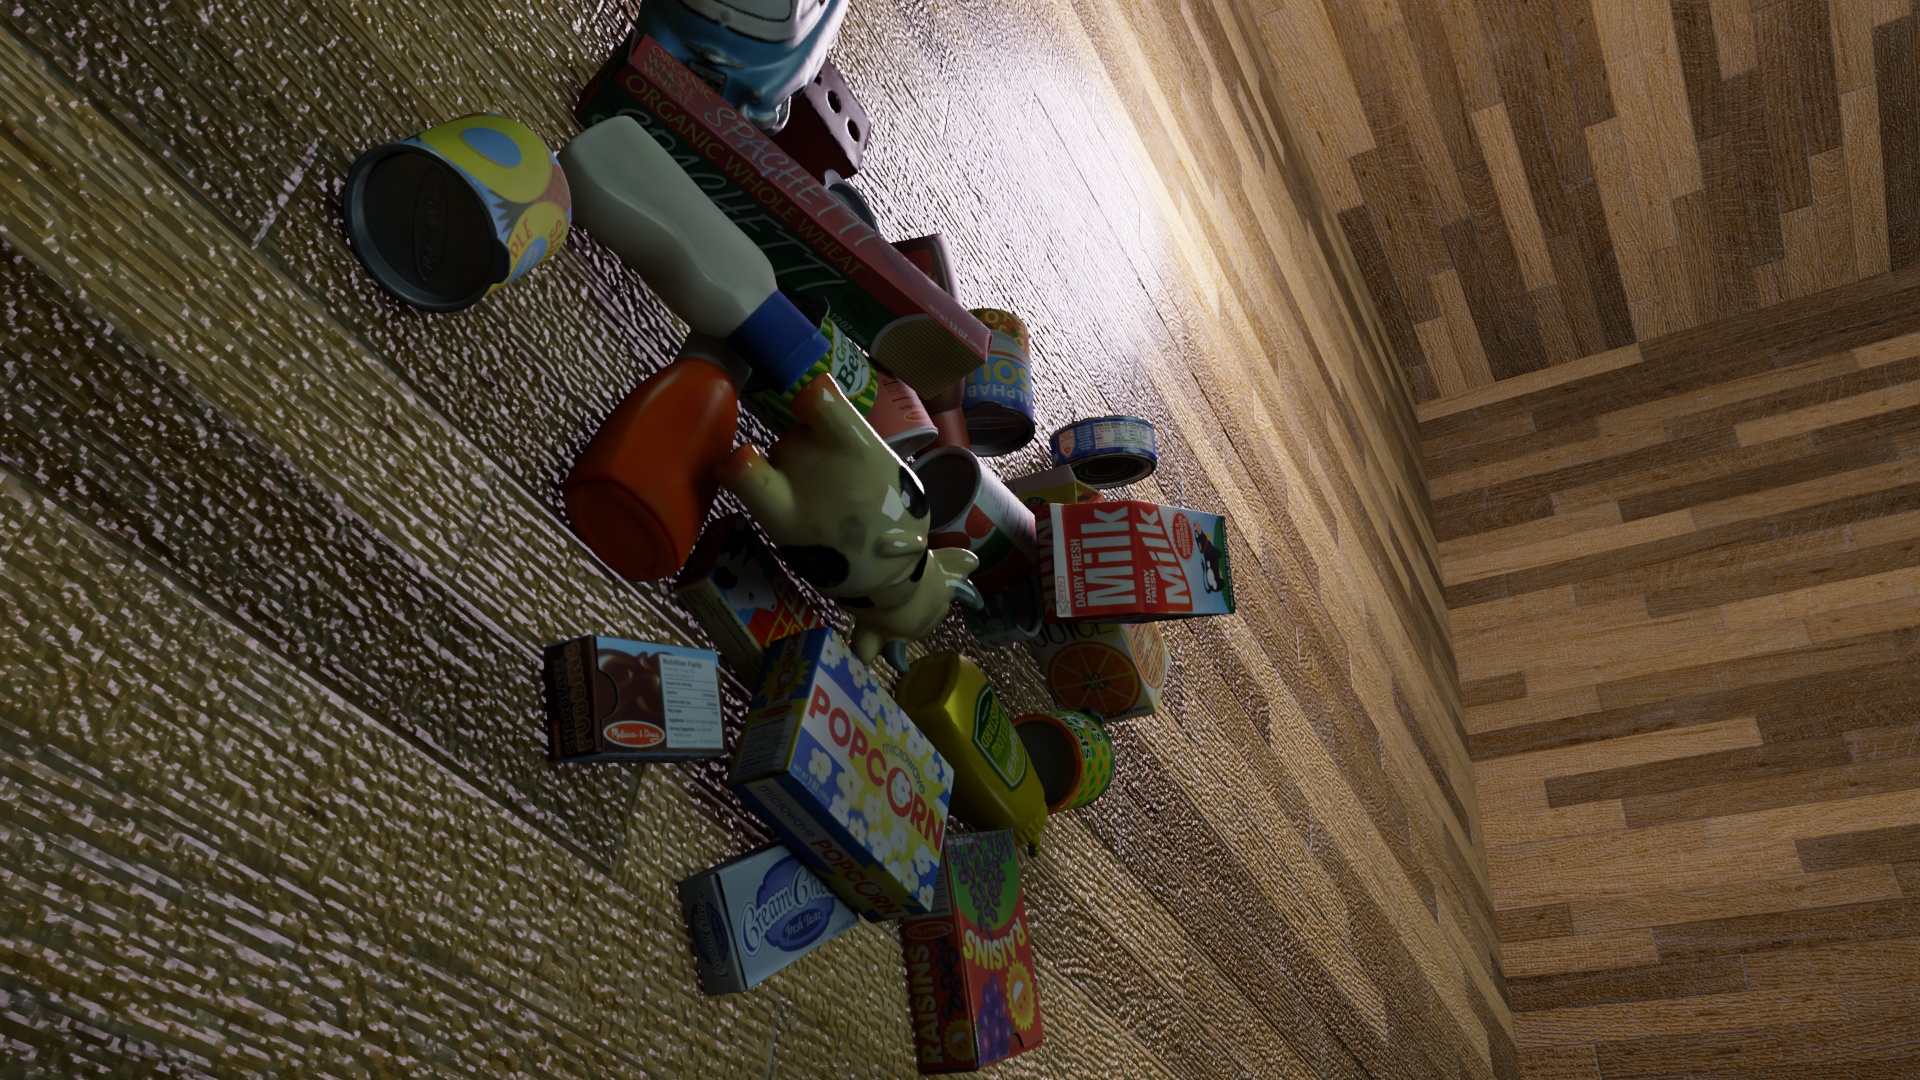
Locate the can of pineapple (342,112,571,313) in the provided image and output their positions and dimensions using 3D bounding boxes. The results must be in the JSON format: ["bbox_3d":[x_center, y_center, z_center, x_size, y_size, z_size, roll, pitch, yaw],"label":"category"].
[{"bbox_3d":[-0.195,-0.129,0.546,0.070,0.071,0.058,64,27,-20],"label":"can of pineapple"}]

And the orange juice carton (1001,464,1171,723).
[{"bbox_3d":[0.083,0.036,1.009,0.192,0.071,0.073,65,27,-20],"label":"orange juice carton"}]

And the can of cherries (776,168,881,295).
[{"bbox_3d":[-0.086,-0.171,0.803,0.071,0.058,0.072,39,43,-50],"label":"can of cherries"}]

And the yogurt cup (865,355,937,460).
[{"bbox_3d":[-0.054,-0.073,0.807,0.072,0.072,0.054,-11,77,-65],"label":"yogurt cup"}]

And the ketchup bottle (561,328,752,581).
[{"bbox_3d":[-0.133,-0.051,0.654,0.064,0.043,0.150,61,28,-33],"label":"ketchup bottle"}]

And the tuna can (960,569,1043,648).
[{"bbox_3d":[0.028,0.035,0.942,0.071,0.033,0.071,41,41,-50],"label":"tuna can"}]

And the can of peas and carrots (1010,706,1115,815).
[{"bbox_3d":[0.061,0.143,0.907,0.059,0.071,0.071,9,68,-62],"label":"can of peas and carrots"}]

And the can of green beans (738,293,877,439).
[{"bbox_3d":[-0.086,-0.089,0.744,0.057,0.071,0.071,47,37,-45],"label":"can of green beans"}]

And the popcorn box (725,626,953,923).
[{"bbox_3d":[-0.054,0.114,0.668,0.126,0.038,0.085,54,31,-35],"label":"popcorn box"}]

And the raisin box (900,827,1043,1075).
[{"bbox_3d":[0.006,0.228,0.781,0.086,0.040,0.123,18,60,-61],"label":"raisin box"}]

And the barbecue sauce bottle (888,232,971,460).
[{"bbox_3d":[-0.025,-0.120,0.897,0.044,0.065,0.148,-45,125,-68],"label":"barbecue sauce bottle"}]

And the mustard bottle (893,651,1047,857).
[{"bbox_3d":[0.016,0.139,0.840,0.159,0.048,0.066,57,32,-31],"label":"mustard bottle"}]

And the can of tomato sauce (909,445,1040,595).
[{"bbox_3d":[0.003,-0.011,0.885,0.083,0.071,0.071,43,39,-47],"label":"can of tomato sauce"}]

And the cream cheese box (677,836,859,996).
[{"bbox_3d":[-0.086,0.169,0.646,0.104,0.024,0.053,-6,79,-64],"label":"cream cheese box"}]

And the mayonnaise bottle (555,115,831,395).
[{"bbox_3d":[-0.126,-0.134,0.663,0.148,0.041,0.065,46,33,-9],"label":"mayonnaise bottle"}]

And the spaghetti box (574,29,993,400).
[{"bbox_3d":[-0.087,-0.163,0.733,0.249,0.050,0.029,37,41,-29],"label":"spaghetti box"}]

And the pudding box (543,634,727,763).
[{"bbox_3d":[-0.137,0.069,0.593,0.084,0.030,0.050,17,62,-60],"label":"pudding box"}]

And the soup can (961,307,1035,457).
[{"bbox_3d":[0.017,-0.111,0.964,0.071,0.071,0.084,38,43,-51],"label":"soup can"}]

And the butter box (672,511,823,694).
[{"bbox_3d":[-0.099,0.041,0.693,0.103,0.024,0.053,58,30,-29],"label":"butter box"}]

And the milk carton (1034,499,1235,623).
[{"bbox_3d":[0.108,0.017,0.909,0.191,0.073,0.072,7,76,-57],"label":"milk carton"}]
